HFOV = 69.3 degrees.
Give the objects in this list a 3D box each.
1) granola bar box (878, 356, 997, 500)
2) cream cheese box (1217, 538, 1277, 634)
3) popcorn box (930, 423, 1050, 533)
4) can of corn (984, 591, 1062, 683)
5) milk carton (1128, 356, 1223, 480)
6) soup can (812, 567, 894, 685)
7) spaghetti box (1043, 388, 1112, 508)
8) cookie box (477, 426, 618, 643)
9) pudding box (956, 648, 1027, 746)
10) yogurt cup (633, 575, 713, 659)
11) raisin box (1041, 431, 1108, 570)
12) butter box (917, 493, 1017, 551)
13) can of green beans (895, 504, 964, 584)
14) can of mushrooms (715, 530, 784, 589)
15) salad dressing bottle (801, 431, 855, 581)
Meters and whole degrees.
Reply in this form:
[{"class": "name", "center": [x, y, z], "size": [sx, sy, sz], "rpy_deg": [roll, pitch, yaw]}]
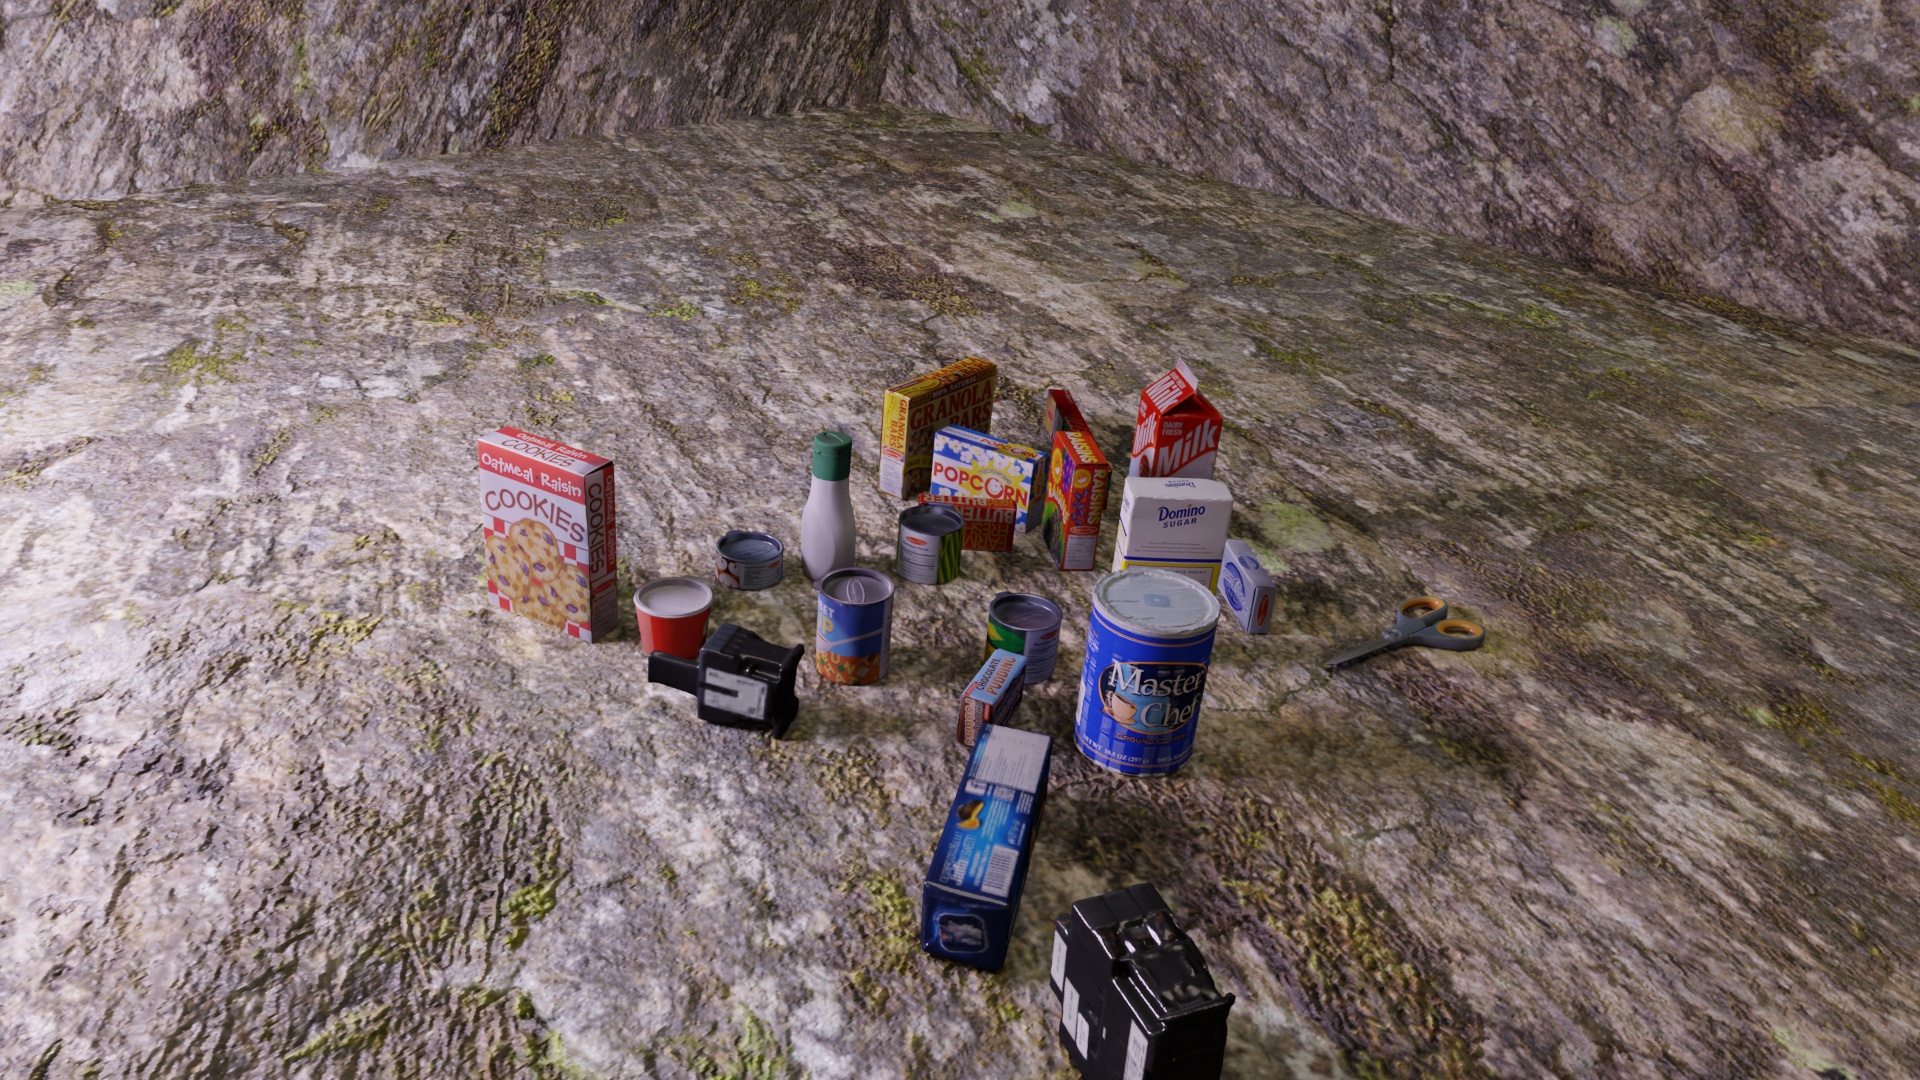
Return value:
[{"class": "granola bar box", "center": [-0.026, -0.130, 1.587], "size": [0.039, 0.123, 0.166], "rpy_deg": [22, 31, 30]}, {"class": "cream cheese box", "center": [0.283, 0.045, 1.383], "size": [0.024, 0.053, 0.104], "rpy_deg": [1, 27, -9]}, {"class": "popcorn box", "center": [0.030, -0.069, 1.521], "size": [0.127, 0.084, 0.038], "rpy_deg": [19, 30, 25]}, {"class": "can of corn", "center": [0.054, 0.087, 1.250], "size": [0.071, 0.058, 0.071], "rpy_deg": [5, 27, -2]}, {"class": "milk carton", "center": [0.231, -0.097, 1.499], "size": [0.073, 0.189, 0.072], "rpy_deg": [0, 27, -10]}, {"class": "soup can", "center": [-0.096, 0.075, 1.217], "size": [0.071, 0.083, 0.071], "rpy_deg": [5, 27, -2]}, {"class": "spaghetti box", "center": [0.138, -0.113, 1.667], "size": [0.029, 0.050, 0.251], "rpy_deg": [1, 27, -9]}, {"class": "cookie box", "center": [-0.364, -0.006, 1.231], "size": [0.123, 0.166, 0.040], "rpy_deg": [18, 29, 22]}, {"class": "pudding box", "center": [0.027, 0.132, 1.165], "size": [0.030, 0.049, 0.084], "rpy_deg": [15, 28, 18]}, {"class": "yogurt cup", "center": [-0.253, 0.071, 1.226], "size": [0.072, 0.053, 0.073], "rpy_deg": [5, 27, -2]}, {"class": "raisin box", "center": [0.119, -0.042, 1.443], "size": [0.040, 0.122, 0.086], "rpy_deg": [0, 27, -11]}, {"class": "butter box", "center": [0.005, -0.018, 1.452], "size": [0.103, 0.053, 0.024], "rpy_deg": [3, 27, -5]}, {"class": "can of green beans", "center": [-0.031, 0.004, 1.396], "size": [0.071, 0.057, 0.071], "rpy_deg": [5, 27, -2]}, {"class": "can of mushrooms", "center": [-0.208, 0.018, 1.360], "size": [0.071, 0.033, 0.071], "rpy_deg": [5, 27, -2]}, {"class": "salad dressing bottle", "center": [-0.127, -0.032, 1.350], "size": [0.044, 0.147, 0.064], "rpy_deg": [-15, 33, -35]}]
